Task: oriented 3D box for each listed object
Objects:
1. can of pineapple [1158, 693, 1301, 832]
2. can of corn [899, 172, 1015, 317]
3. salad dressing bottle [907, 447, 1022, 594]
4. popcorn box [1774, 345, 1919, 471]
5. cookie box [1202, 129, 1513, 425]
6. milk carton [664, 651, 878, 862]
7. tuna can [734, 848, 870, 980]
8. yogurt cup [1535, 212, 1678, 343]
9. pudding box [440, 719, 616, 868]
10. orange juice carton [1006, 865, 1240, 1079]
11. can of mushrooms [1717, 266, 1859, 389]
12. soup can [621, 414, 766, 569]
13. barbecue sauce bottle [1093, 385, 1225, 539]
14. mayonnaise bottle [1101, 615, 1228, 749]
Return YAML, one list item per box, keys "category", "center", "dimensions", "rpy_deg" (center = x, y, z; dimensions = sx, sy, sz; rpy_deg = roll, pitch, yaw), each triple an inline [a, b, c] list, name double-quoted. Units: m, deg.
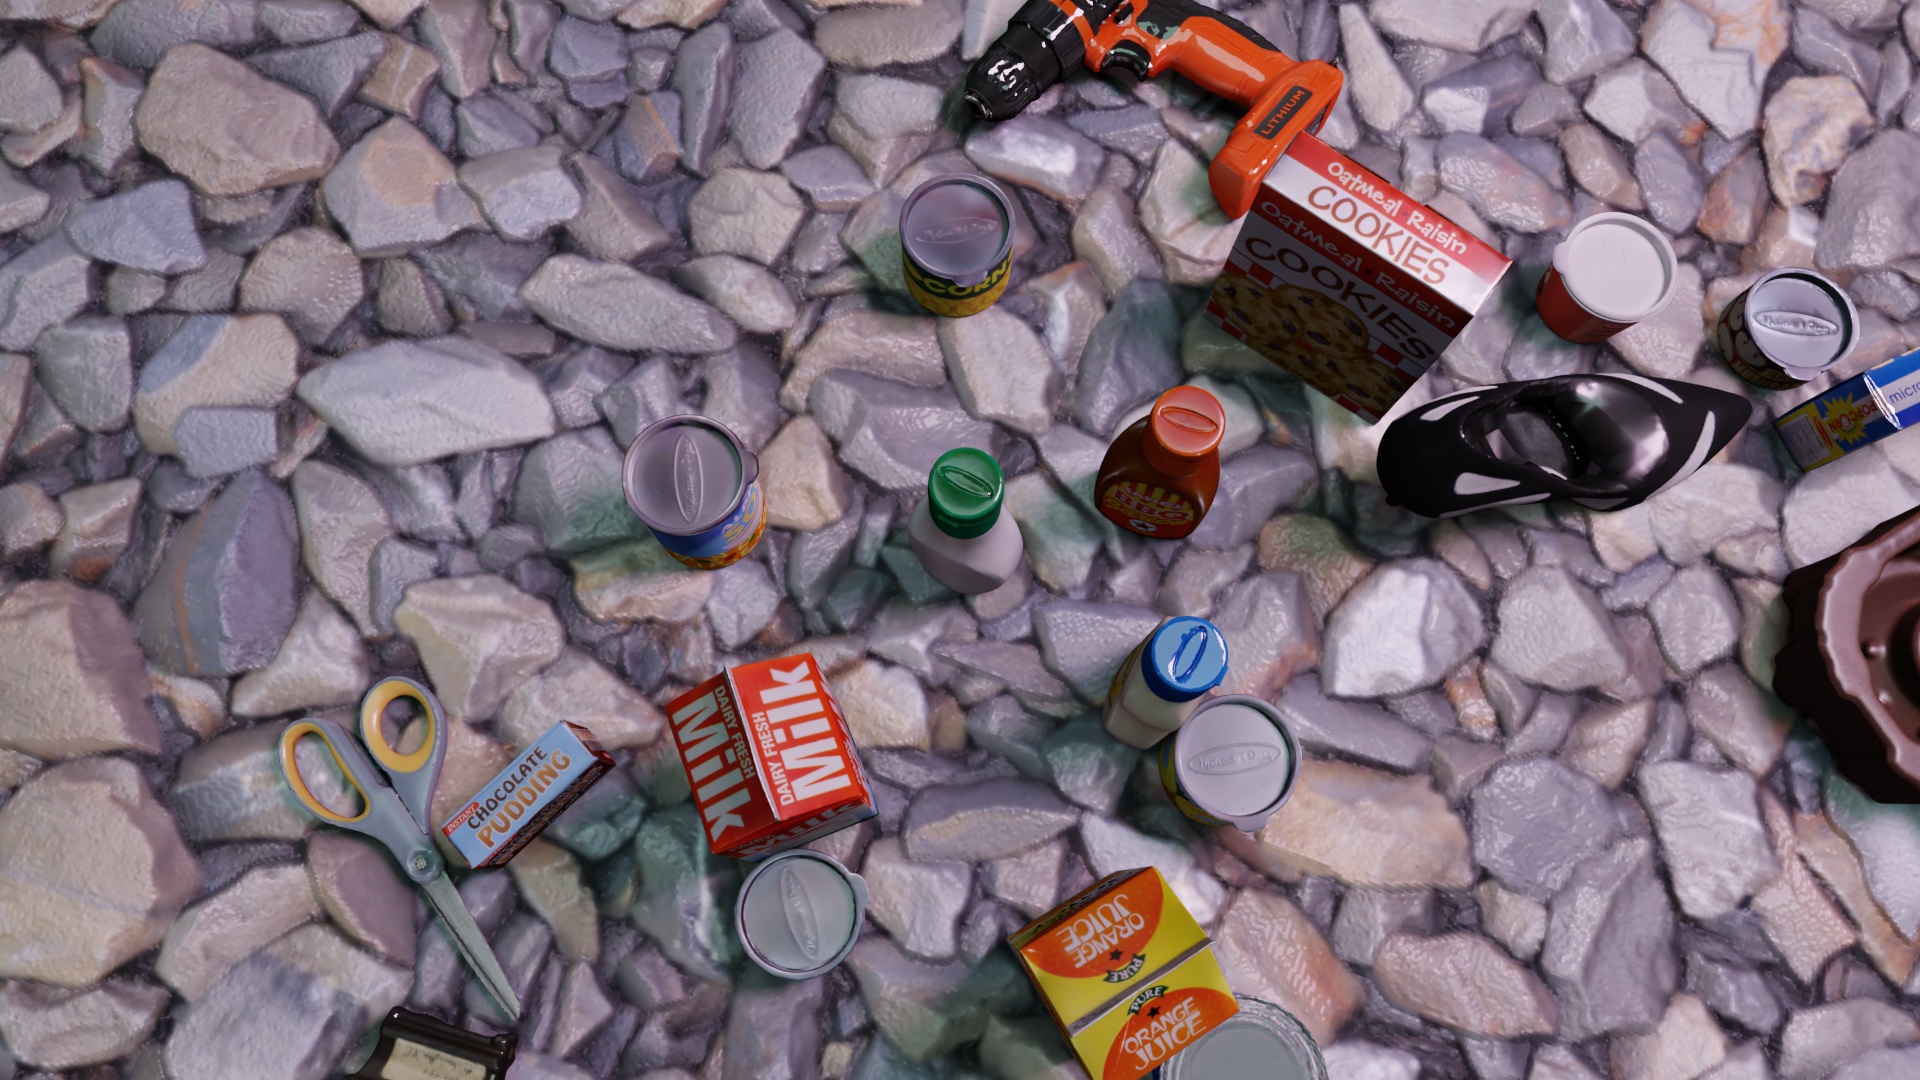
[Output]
- category: "can of pineapple"
  center: [0.142, 0.120, 0.739]
  dimensions: [0.071, 0.057, 0.071]
  rpy_deg: [0, 76, 0]
- category: "can of corn"
  center: [-0.002, -0.169, 0.813]
  dimensions: [0.071, 0.058, 0.071]
  rpy_deg: [0, 76, 0]
- category: "salad dressing bottle"
  center: [0.003, -0.009, 0.725]
  dimensions: [0.064, 0.147, 0.044]
  rpy_deg: [27, 77, 6]
- category: "popcorn box"
  center: [0.543, -0.089, 0.784]
  dimensions: [0.127, 0.085, 0.038]
  rpy_deg: [-24, 77, -6]
- category: "cookie box"
  center: [0.206, -0.136, 0.750]
  dimensions: [0.123, 0.167, 0.040]
  rpy_deg: [35, 78, 8]
- category: "milk carton"
  center: [-0.089, 0.107, 0.672]
  dimensions: [0.073, 0.190, 0.072]
  rpy_deg: [-21, 77, -5]
- category: "tuna can"
  center: [-0.081, 0.195, 0.730]
  dimensions: [0.071, 0.032, 0.071]
  rpy_deg: [0, 75, -1]
- category: "yogurt cup"
  center: [0.375, -0.150, 0.814]
  dimensions: [0.072, 0.054, 0.072]
  rpy_deg: [0, 76, 0]
- category: "pudding box"
  center: [-0.228, 0.135, 0.736]
  dimensions: [0.084, 0.049, 0.030]
  rpy_deg: [-43, 80, -10]
- category: "orange juice carton"
  center: [0.073, 0.202, 0.648]
  dimensions: [0.072, 0.192, 0.073]
  rpy_deg: [-30, 78, -7]
- category: "can of mushrooms"
  center: [0.487, -0.122, 0.819]
  dimensions: [0.071, 0.033, 0.071]
  rpy_deg: [0, 75, -1]
- category: "soup can"
  center: [-0.141, -0.025, 0.761]
  dimensions: [0.071, 0.083, 0.071]
  rpy_deg: [0, 76, 0]
- category: "barbecue sauce bottle"
  center: [0.109, -0.040, 0.734]
  dimensions: [0.065, 0.148, 0.044]
  rpy_deg: [18, 77, 4]
- category: "mayonnaise bottle"
  center: [0.104, 0.069, 0.706]
  dimensions: [0.041, 0.147, 0.065]
  rpy_deg: [28, 77, 6]
